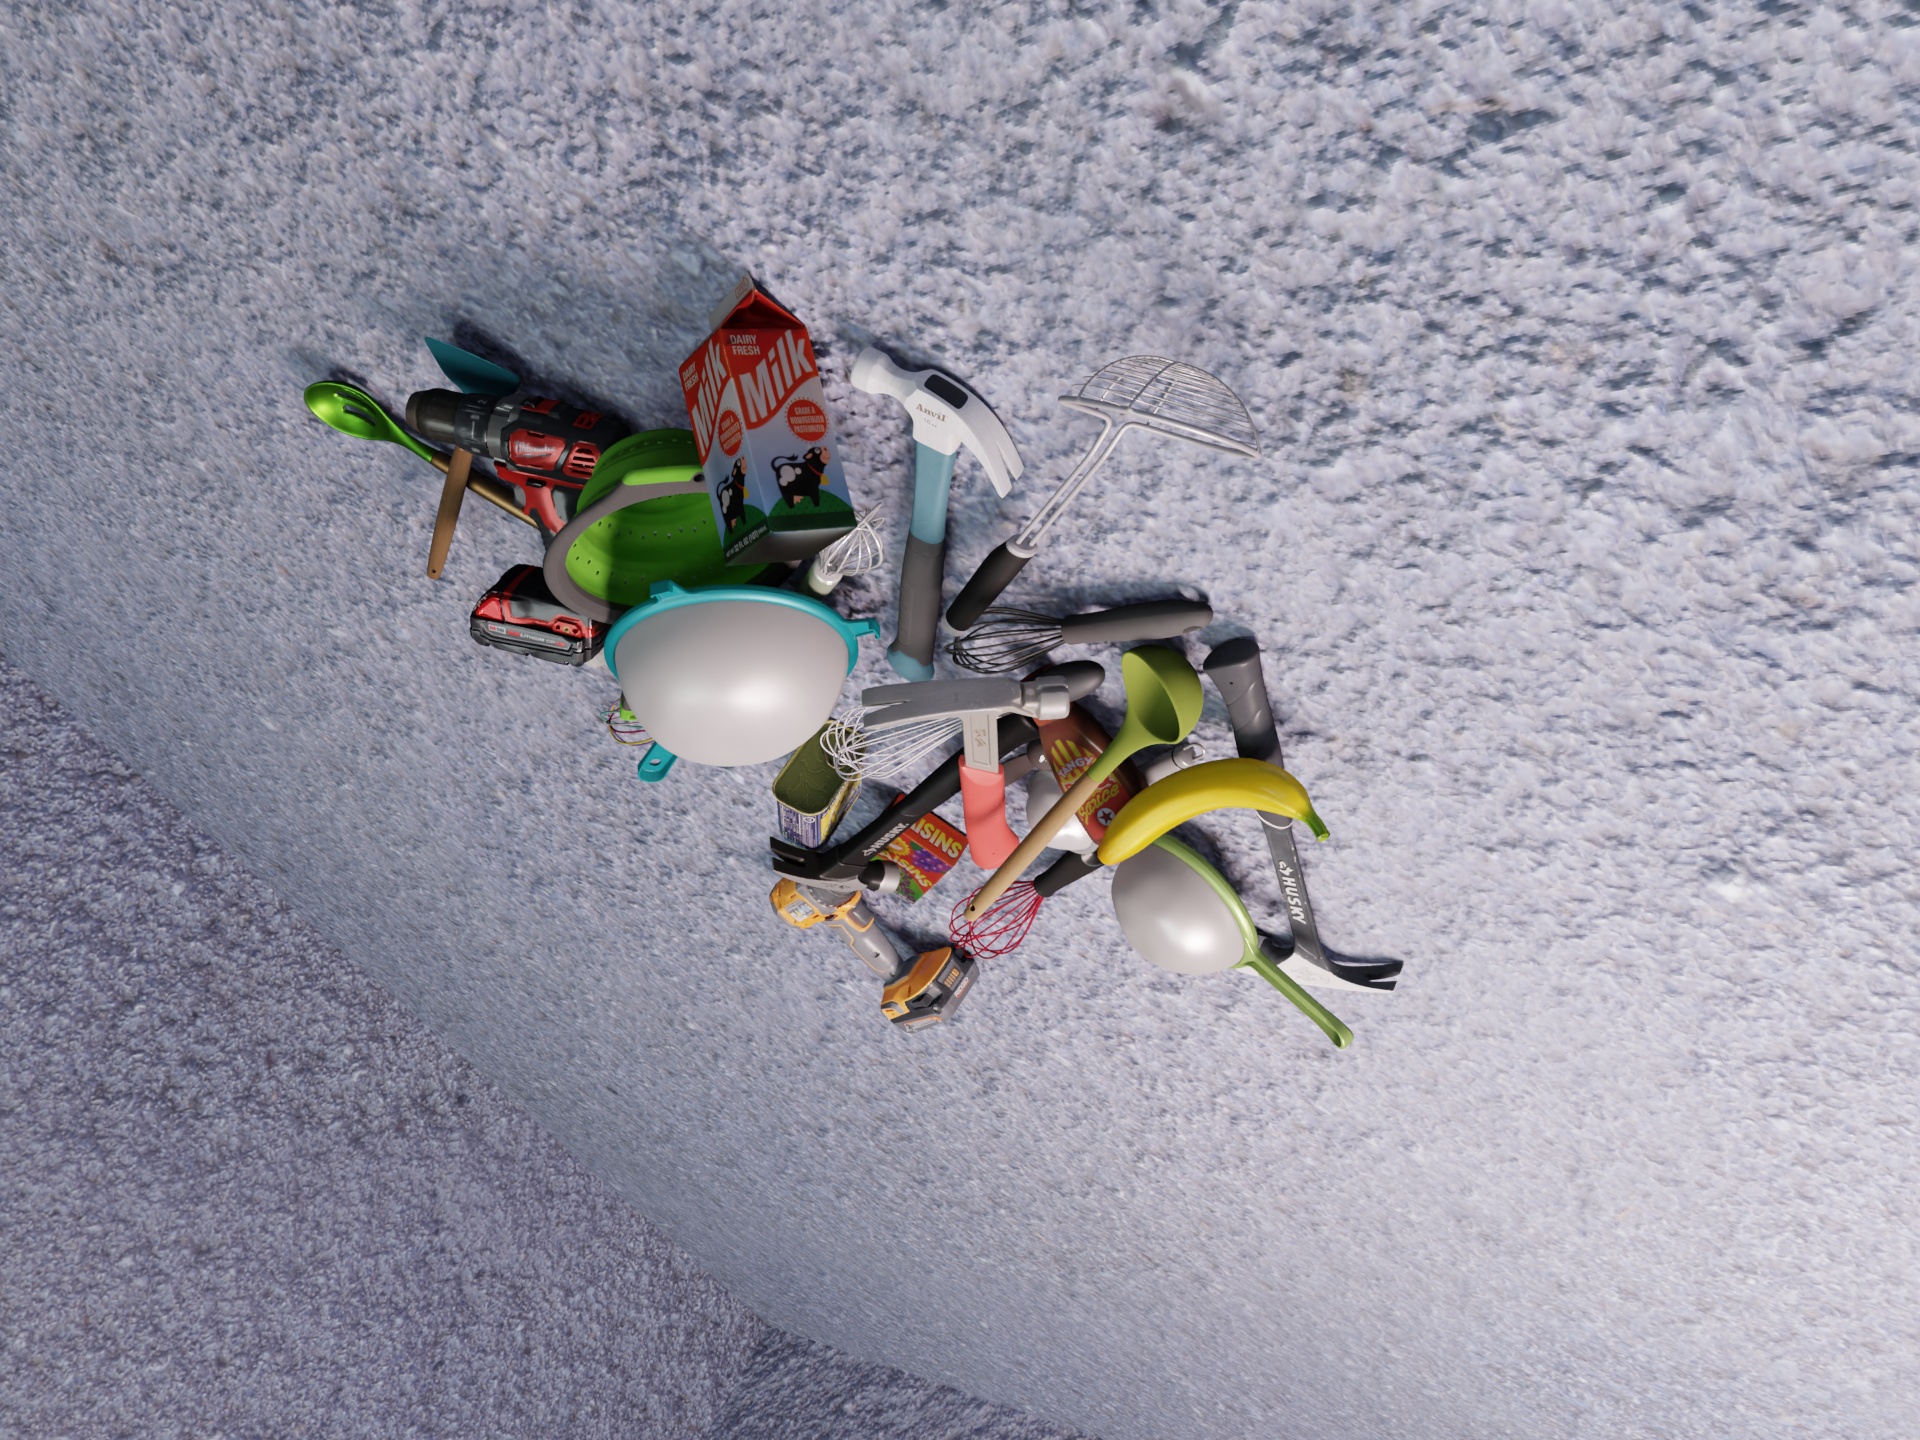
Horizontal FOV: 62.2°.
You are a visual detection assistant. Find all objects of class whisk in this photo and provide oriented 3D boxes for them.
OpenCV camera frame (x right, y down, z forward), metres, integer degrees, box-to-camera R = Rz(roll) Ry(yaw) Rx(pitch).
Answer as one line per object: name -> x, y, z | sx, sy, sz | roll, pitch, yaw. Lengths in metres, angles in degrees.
whisk -> -0.277, -0.008, 1.600 | 0.245, 0.047, 0.051 | -4, 145, 38
whisk -> 0.085, -0.066, 1.197 | 0.239, 0.055, 0.055 | -5, 132, 39
whisk -> -0.003, -0.005, 1.272 | 0.284, 0.070, 0.070 | -17, 124, 38
whisk -> 0.069, 0.164, 1.515 | 0.073, 0.073, 0.295 | 38, 142, -8
whisk -> -0.102, -0.122, 1.247 | 0.058, 0.059, 0.246 | 43, 163, -5

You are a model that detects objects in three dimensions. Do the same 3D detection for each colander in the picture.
colander -> -0.252, -0.125, 1.320 | 0.204, 0.095, 0.397 | -5, 154, -21

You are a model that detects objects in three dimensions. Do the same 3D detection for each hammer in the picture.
hammer -> -0.039, 0.070, 1.412 | 0.146, 0.035, 0.334 | 11, 145, -35
hammer -> -0.028, -0.135, 1.212 | 0.128, 0.033, 0.330 | 27, 148, 12
hammer -> 0.009, 0.051, 1.296 | 0.149, 0.037, 0.358 | -5, 157, 0
hammer -> 0.257, 0.090, 1.266 | 0.149, 0.036, 0.408 | 9, 141, 31

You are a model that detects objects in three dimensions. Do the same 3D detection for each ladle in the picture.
ladle -> 0.082, 0.061, 1.243 | 0.320, 0.062, 0.078 | -51, 61, 33

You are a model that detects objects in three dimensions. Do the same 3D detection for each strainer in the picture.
strainer -> -0.217, 0.008, 1.362 | 0.211, 0.095, 0.340 | 9, 149, -26
strainer -> 0.215, 0.203, 1.350 | 0.257, 0.069, 0.151 | 41, 156, 27
strainer -> 0.120, 0.063, 1.346 | 0.087, 0.050, 0.258 | 56, 141, -2

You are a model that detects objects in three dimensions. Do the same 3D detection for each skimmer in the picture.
skimmer -> 0.067, -0.125, 1.067 | 0.127, 0.090, 0.363 | 13, 150, -21

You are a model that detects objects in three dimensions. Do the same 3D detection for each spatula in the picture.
spatula -> -0.454, -0.224, 1.423 | 0.082, 0.044, 0.317 | 23, 138, -10

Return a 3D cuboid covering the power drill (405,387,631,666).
power drill -> -0.376, -0.172, 1.354 | 0.188, 0.080, 0.226 | 13, 124, 6

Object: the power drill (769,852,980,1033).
power drill -> -0.087, 0.229, 1.720 | 0.226, 0.084, 0.185 | 43, 146, -8

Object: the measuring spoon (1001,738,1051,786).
measuring spoon -> 0.048, 0.044, 1.399 | 0.034, 0.018, 0.124 | 49, 147, -5

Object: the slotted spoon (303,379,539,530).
slotted spoon -> -0.464, -0.229, 1.473 | 0.314, 0.031, 0.070 | 31, 146, 0
